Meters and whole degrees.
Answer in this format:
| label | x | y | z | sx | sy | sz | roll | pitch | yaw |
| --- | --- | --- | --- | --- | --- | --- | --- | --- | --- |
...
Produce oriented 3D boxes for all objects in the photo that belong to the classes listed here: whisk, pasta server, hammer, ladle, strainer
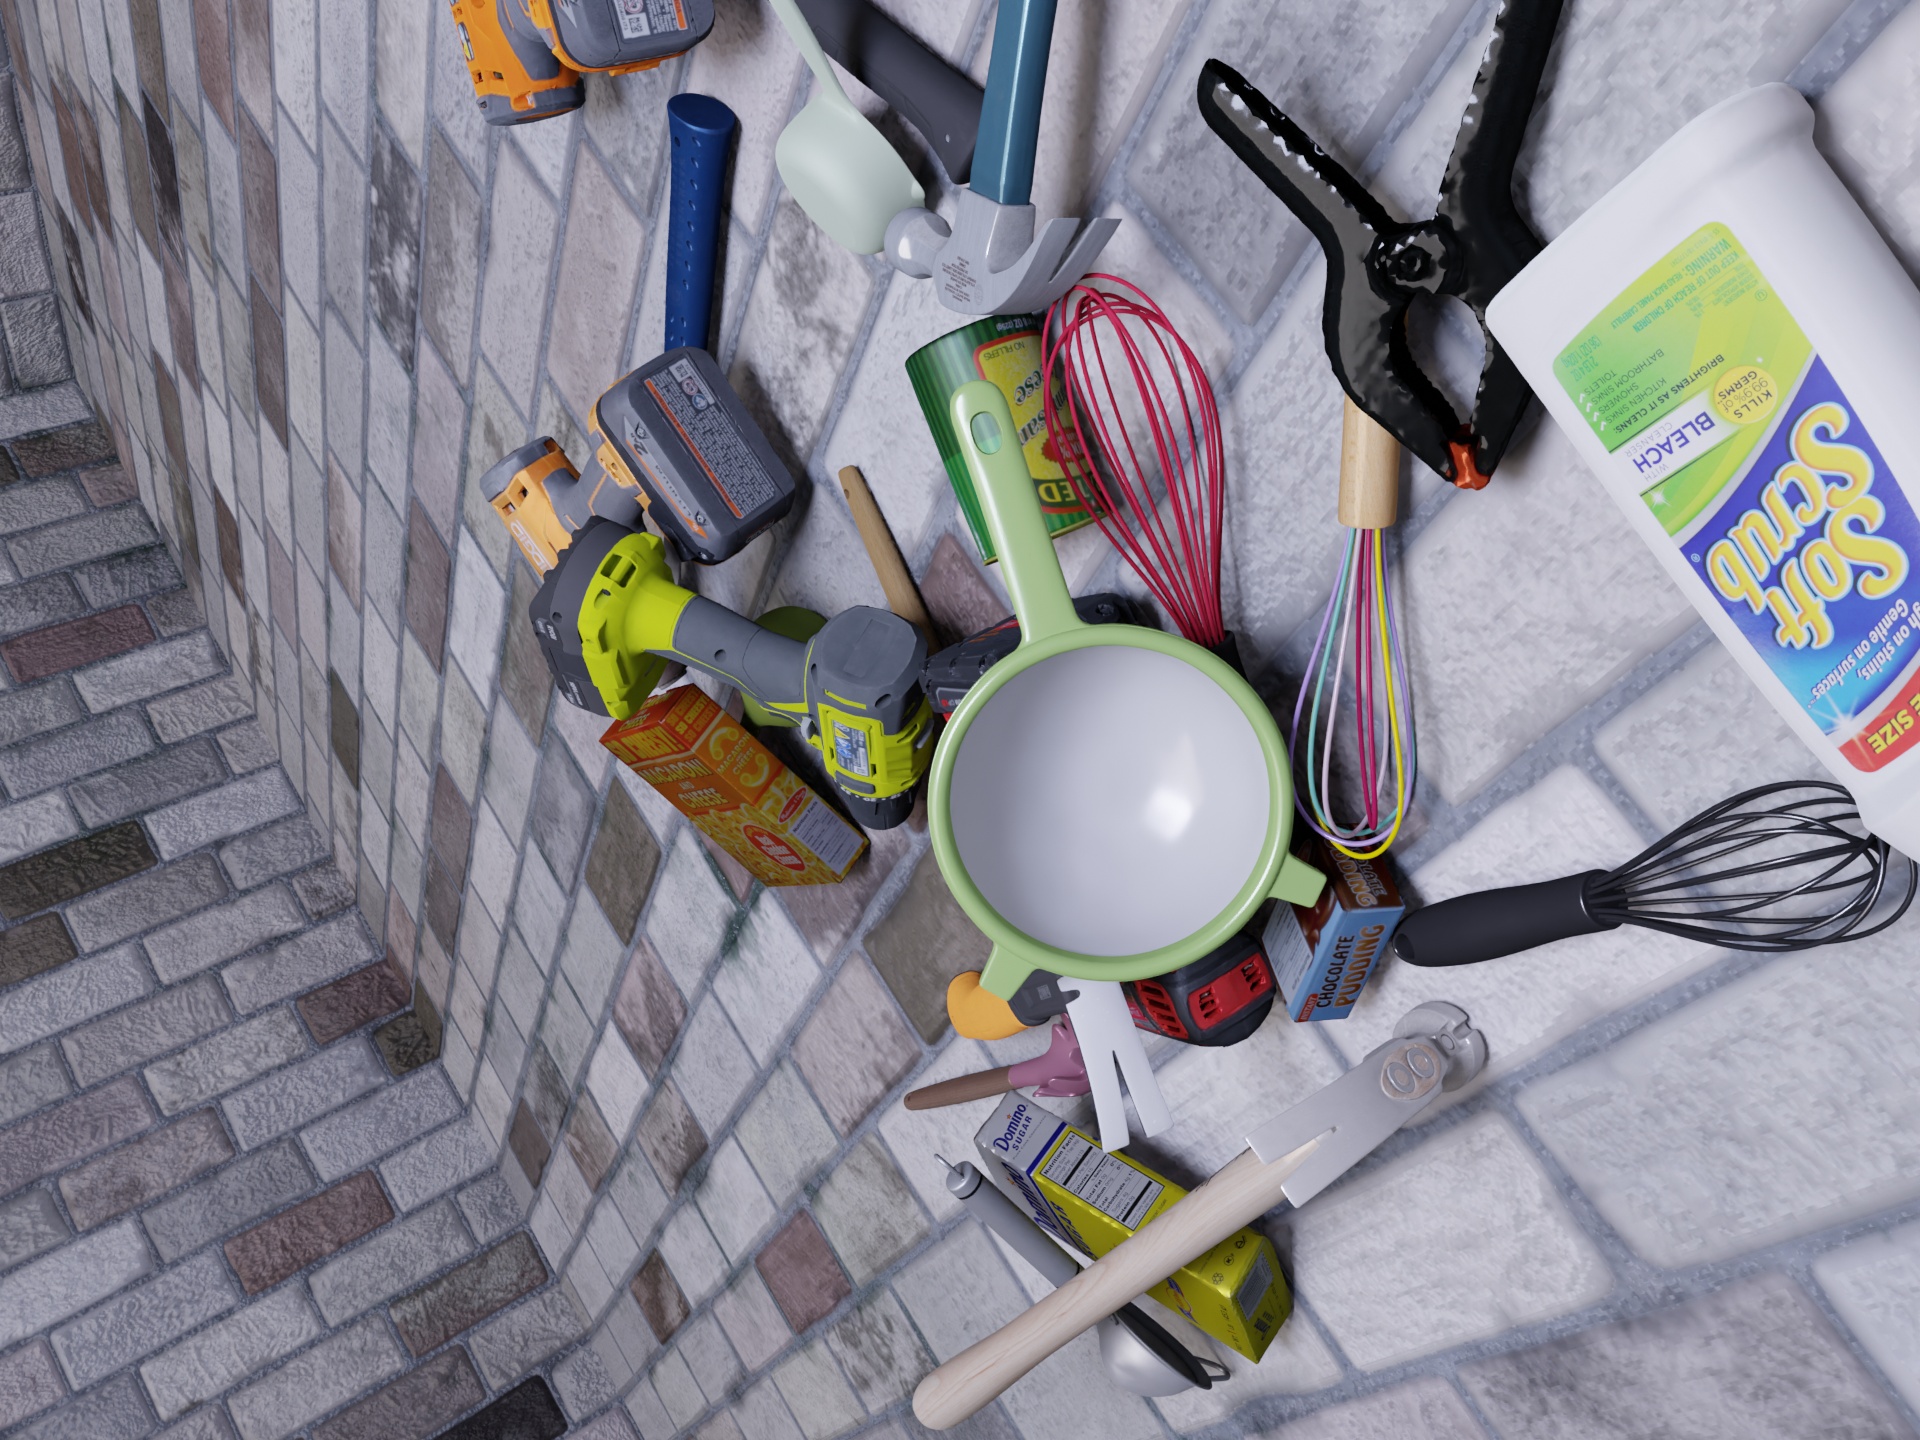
| label | x | y | z | sx | sy | sz | roll | pitch | yaw |
| --- | --- | --- | --- | --- | --- | --- | --- | --- | --- |
| whisk | 0.102 | -0.052 | 0.696 | 0.073 | 0.073 | 0.295 | 5 | 121 | 55 |
| pasta server | 0.020 | 0.229 | 1.027 | 0.040 | 0.060 | 0.316 | 26 | 154 | -14 |
| hammer | 0.035 | 0.159 | 0.861 | 0.337 | 0.034 | 0.127 | 125 | 126 | -75 |
| hammer | -0.176 | -0.200 | 1.028 | 0.144 | 0.035 | 0.405 | 48 | 144 | 27 |
| ladle | -0.001 | -0.003 | 0.912 | 0.069 | 0.031 | 0.315 | -29 | 84 | 60 |
| strainer | 0.046 | -0.019 | 0.677 | 0.069 | 0.151 | 0.256 | -71 | -38 | -82 |
| whisk | 0.161 | -0.056 | 0.619 | 0.047 | 0.051 | 0.244 | -100 | 6 | -66 |
| hammer | -0.082 | -0.365 | 0.776 | 0.335 | 0.035 | 0.146 | 47 | 145 | 27 |
| whisk | 0.238 | 0.069 | 0.587 | 0.055 | 0.055 | 0.239 | 63 | 153 | 3 |
| hammer | 0.031 | -0.314 | 0.598 | 0.128 | 0.033 | 0.330 | 44 | 135 | 44 |
| ladle | -0.146 | 0.011 | 1.133 | 0.078 | 0.062 | 0.320 | 52 | 154 | 7 |
| hammer | 0.077 | 0.269 | 0.769 | 0.038 | 0.146 | 0.410 | 54 | 132 | 18 |
| strainer | 0.065 | 0.322 | 0.907 | 0.258 | 0.050 | 0.087 | 48 | 173 | -23 |

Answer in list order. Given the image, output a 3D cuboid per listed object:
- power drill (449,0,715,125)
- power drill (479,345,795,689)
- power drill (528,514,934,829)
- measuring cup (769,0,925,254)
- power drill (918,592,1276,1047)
| label | x | y | z | sx | sy | sz | roll | pitch | yaw |
| --- | --- | --- | --- | --- | --- | --- | --- | --- | --- |
| power drill | -0.222 | -0.414 | 0.845 | 0.227 | 0.084 | 0.164 | 19 | 127 | 55 |
| power drill | -0.198 | -0.118 | 1.009 | 0.226 | 0.084 | 0.185 | -19 | 109 | 49 |
| power drill | -0.122 | -0.019 | 0.931 | 0.228 | 0.080 | 0.190 | 21 | 152 | 11 |
| measuring cup | -0.071 | -0.278 | 0.733 | 0.083 | 0.038 | 0.167 | 41 | 176 | 29 |
| power drill | 0.068 | 0.054 | 0.793 | 0.219 | 0.078 | 0.143 | 66 | 160 | -9 |
